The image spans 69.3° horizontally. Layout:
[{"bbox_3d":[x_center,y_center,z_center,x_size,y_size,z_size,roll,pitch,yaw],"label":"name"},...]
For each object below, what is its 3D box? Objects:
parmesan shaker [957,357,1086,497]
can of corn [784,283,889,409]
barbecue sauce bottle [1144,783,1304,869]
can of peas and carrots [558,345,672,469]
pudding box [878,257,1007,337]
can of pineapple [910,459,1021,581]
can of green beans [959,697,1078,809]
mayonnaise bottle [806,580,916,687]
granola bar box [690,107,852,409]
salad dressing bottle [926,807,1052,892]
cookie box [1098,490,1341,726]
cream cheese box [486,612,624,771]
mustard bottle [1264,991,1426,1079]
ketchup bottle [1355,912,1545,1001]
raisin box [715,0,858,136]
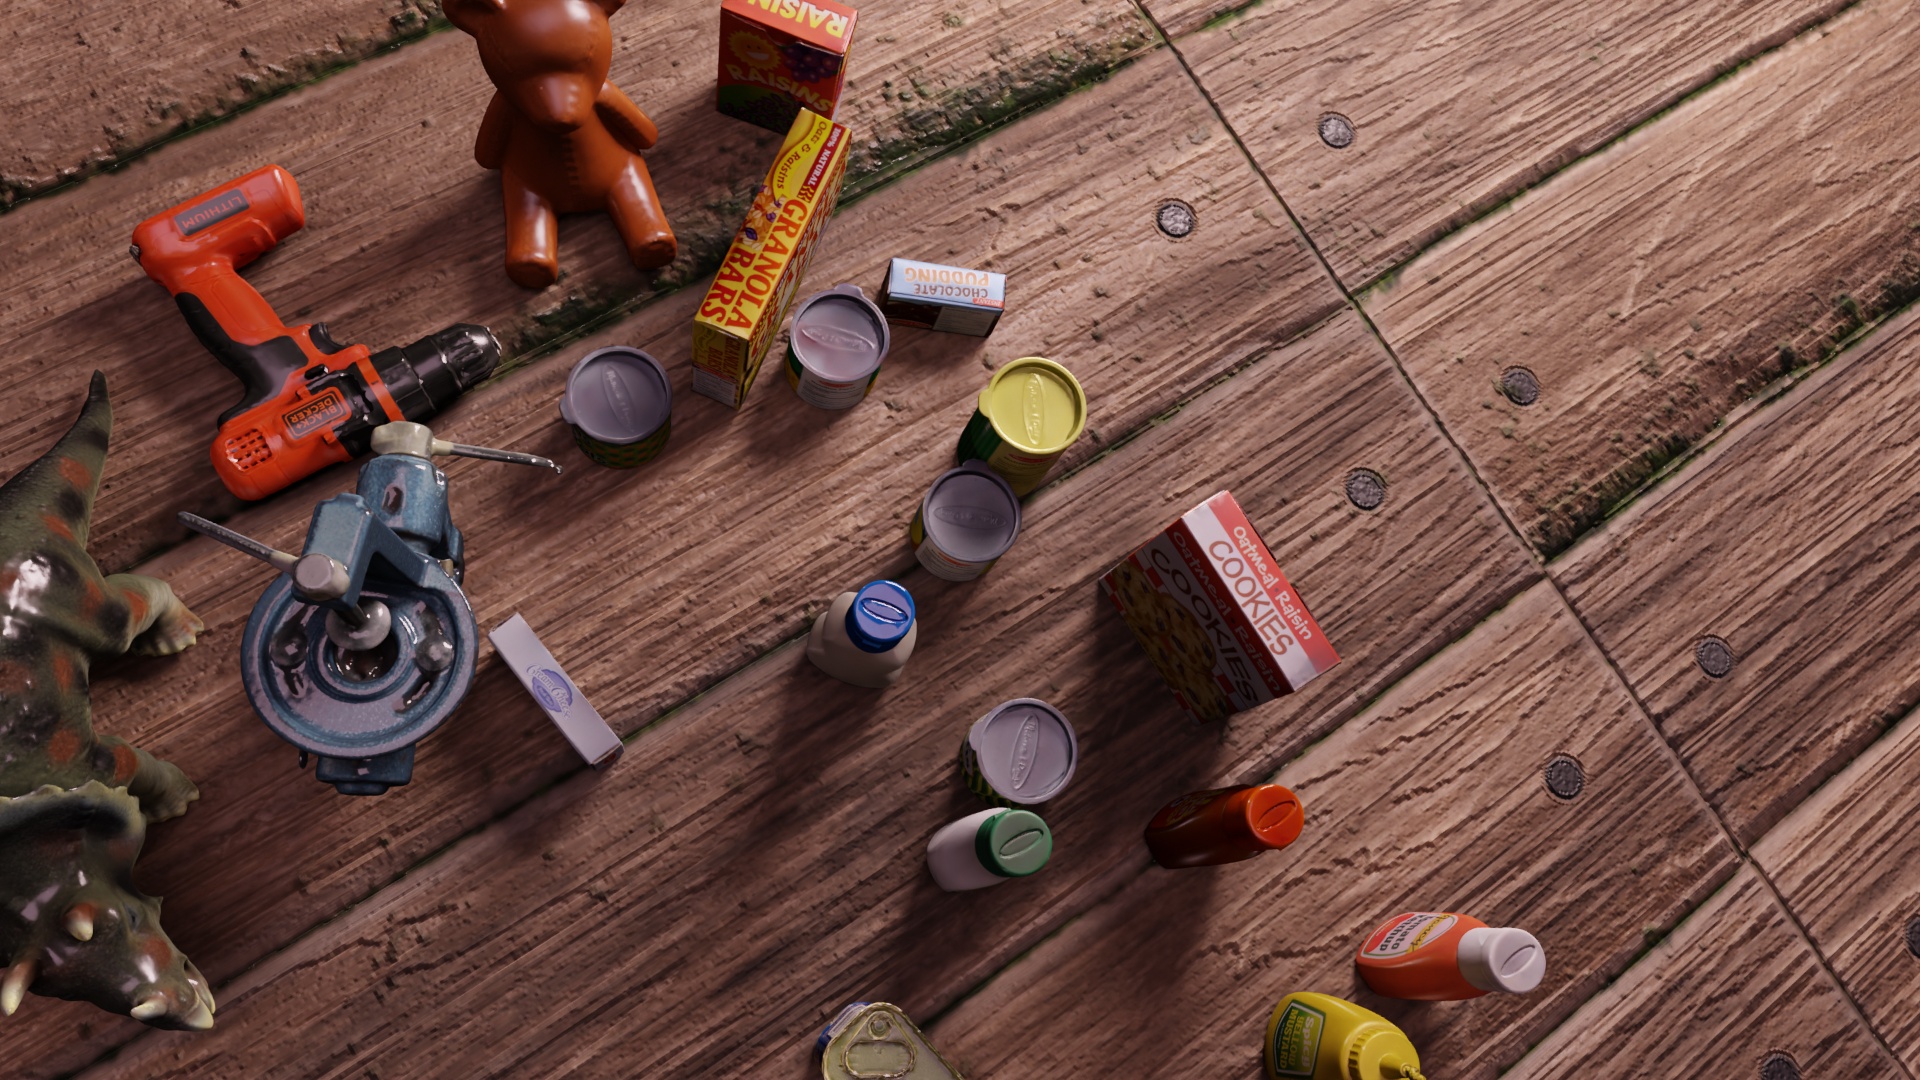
[{"bbox_3d":[0.036,-0.074,0.931,0.071,0.102,0.071,3,75,-11],"label":"parmesan shaker"},{"bbox_3d":[-0.084,-0.131,0.945,0.071,0.058,0.071,3,75,-11],"label":"can of corn"},{"bbox_3d":[0.167,0.177,0.865,0.065,0.148,0.044,-28,83,-17],"label":"barbecue sauce bottle"},{"bbox_3d":[-0.223,-0.084,0.903,0.071,0.058,0.071,3,75,-11],"label":"can of peas and carrots"},{"bbox_3d":[-0.014,-0.170,0.975,0.084,0.049,0.030,6,74,-10],"label":"pudding box"},{"bbox_3d":[0.003,-0.012,0.931,0.071,0.057,0.071,3,75,-11],"label":"can of pineapple"},{"bbox_3d":[0.036,0.138,0.896,0.071,0.057,0.071,3,75,-11],"label":"can of green beans"},{"bbox_3d":[-0.057,0.058,0.851,0.065,0.147,0.041,21,72,-6],"label":"mayonnaise bottle"},{"bbox_3d":[-0.125,-0.182,0.916,0.039,0.124,0.166,24,72,-5],"label":"granola bar box"},{"bbox_3d":[0.018,0.184,0.833,0.064,0.147,0.044,-24,81,-17],"label":"salad dressing bottle"},{"bbox_3d":[0.161,0.048,0.890,0.040,0.167,0.123,-31,83,-17],"label":"cookie box"},{"bbox_3d":[-0.247,0.095,0.851,0.024,0.053,0.104,-38,86,-18],"label":"cream cheese box"},{"bbox_3d":[0.235,0.310,0.837,0.049,0.159,0.065,19,72,-6],"label":"mustard bottle"},{"bbox_3d":[0.309,0.262,0.872,0.065,0.148,0.043,-32,84,-18],"label":"ketchup bottle"},{"bbox_3d":[-0.122,-0.329,0.957,0.086,0.123,0.040,19,72,-6],"label":"raisin box"}]
